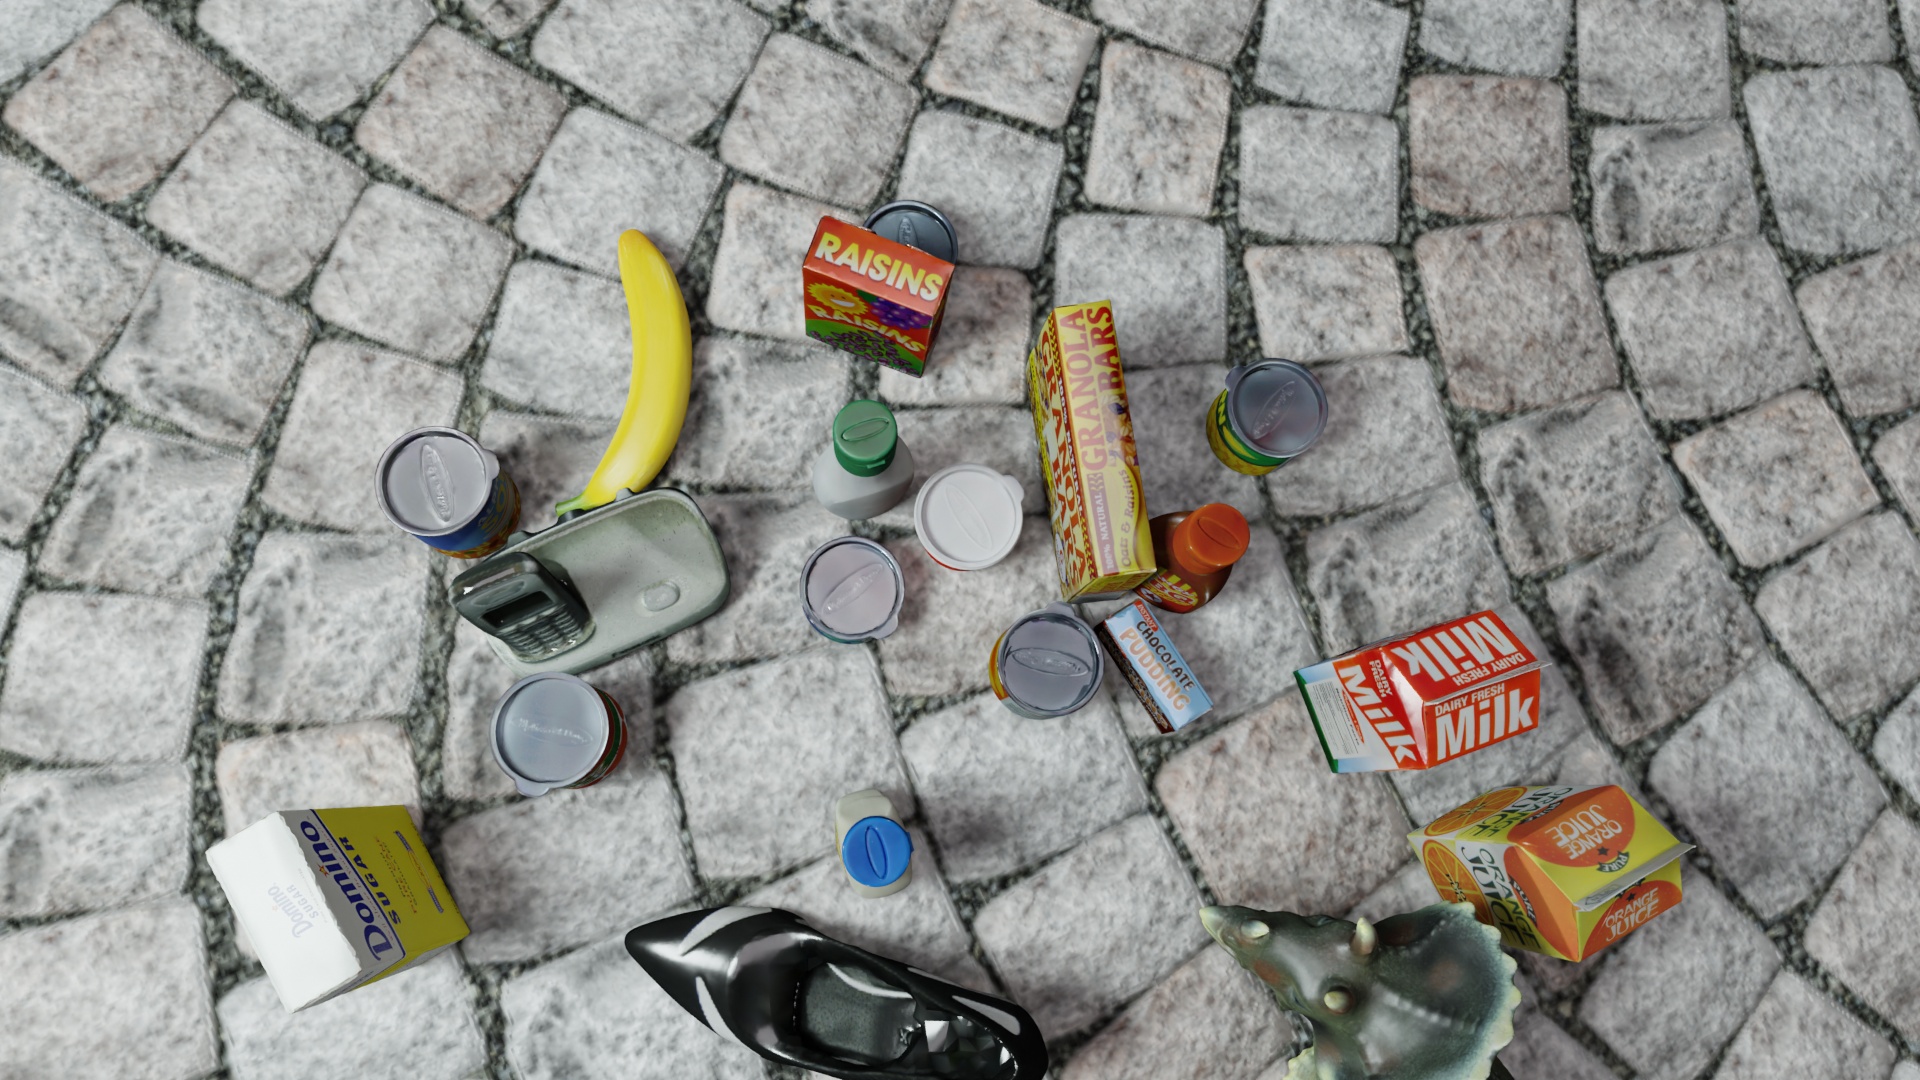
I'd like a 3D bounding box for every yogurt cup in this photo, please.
[{"bbox_3d":[0.003,-0.011,0.885,0.072,0.054,0.072,1,79,-5],"label":"yogurt cup"}]

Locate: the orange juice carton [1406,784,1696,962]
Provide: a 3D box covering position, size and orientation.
[{"bbox_3d":[0.342,0.190,0.806,0.072,0.192,0.073,-25,83,-9],"label":"orange juice carton"}]

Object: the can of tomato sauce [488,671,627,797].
[{"bbox_3d":[-0.236,0.116,0.824,0.071,0.083,0.071,1,79,-5],"label":"can of tomato sauce"}]

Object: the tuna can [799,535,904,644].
[{"bbox_3d":[-0.067,0.034,0.881,0.071,0.032,0.071,1,79,-5],"label":"tuna can"}]

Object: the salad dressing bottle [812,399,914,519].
[{"bbox_3d":[-0.058,-0.048,0.839,0.064,0.147,0.044,-19,82,-8],"label":"salad dressing bottle"}]

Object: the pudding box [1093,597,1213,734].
[{"bbox_3d":[0.122,0.080,0.880,0.030,0.049,0.084,-32,84,-10],"label":"pudding box"}]

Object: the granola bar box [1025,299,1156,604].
[{"bbox_3d":[0.077,-0.049,0.864,0.039,0.124,0.165,-7,80,-6],"label":"granola bar box"}]

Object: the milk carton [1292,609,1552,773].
[{"bbox_3d":[0.271,0.091,0.820,0.072,0.190,0.073,-18,82,-8],"label":"milk carton"}]

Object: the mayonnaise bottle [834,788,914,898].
[{"bbox_3d":[-0.050,0.175,0.796,0.041,0.148,0.065,-14,81,-7],"label":"mayonnaise bottle"}]

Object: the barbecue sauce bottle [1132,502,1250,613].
[{"bbox_3d":[0.138,0.009,0.845,0.065,0.148,0.044,35,79,2],"label":"barbecue sauce bottle"}]

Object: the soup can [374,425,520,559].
[{"bbox_3d":[-0.306,-0.028,0.845,0.071,0.083,0.071,1,79,-5],"label":"soup can"}]

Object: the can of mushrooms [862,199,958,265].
[{"bbox_3d":[-0.038,-0.190,0.927,0.071,0.033,0.071,1,79,-5],"label":"can of mushrooms"}]

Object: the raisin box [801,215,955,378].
[{"bbox_3d":[-0.053,-0.150,0.872,0.086,0.123,0.040,21,79,-1],"label":"raisin box"}]

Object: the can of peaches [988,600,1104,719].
[{"bbox_3d":[0.053,0.076,0.871,0.071,0.058,0.071,1,79,-5],"label":"can of peaches"}]

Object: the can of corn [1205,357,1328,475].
[{"bbox_3d":[0.198,-0.082,0.914,0.071,0.058,0.071,1,79,-5],"label":"can of corn"}]
